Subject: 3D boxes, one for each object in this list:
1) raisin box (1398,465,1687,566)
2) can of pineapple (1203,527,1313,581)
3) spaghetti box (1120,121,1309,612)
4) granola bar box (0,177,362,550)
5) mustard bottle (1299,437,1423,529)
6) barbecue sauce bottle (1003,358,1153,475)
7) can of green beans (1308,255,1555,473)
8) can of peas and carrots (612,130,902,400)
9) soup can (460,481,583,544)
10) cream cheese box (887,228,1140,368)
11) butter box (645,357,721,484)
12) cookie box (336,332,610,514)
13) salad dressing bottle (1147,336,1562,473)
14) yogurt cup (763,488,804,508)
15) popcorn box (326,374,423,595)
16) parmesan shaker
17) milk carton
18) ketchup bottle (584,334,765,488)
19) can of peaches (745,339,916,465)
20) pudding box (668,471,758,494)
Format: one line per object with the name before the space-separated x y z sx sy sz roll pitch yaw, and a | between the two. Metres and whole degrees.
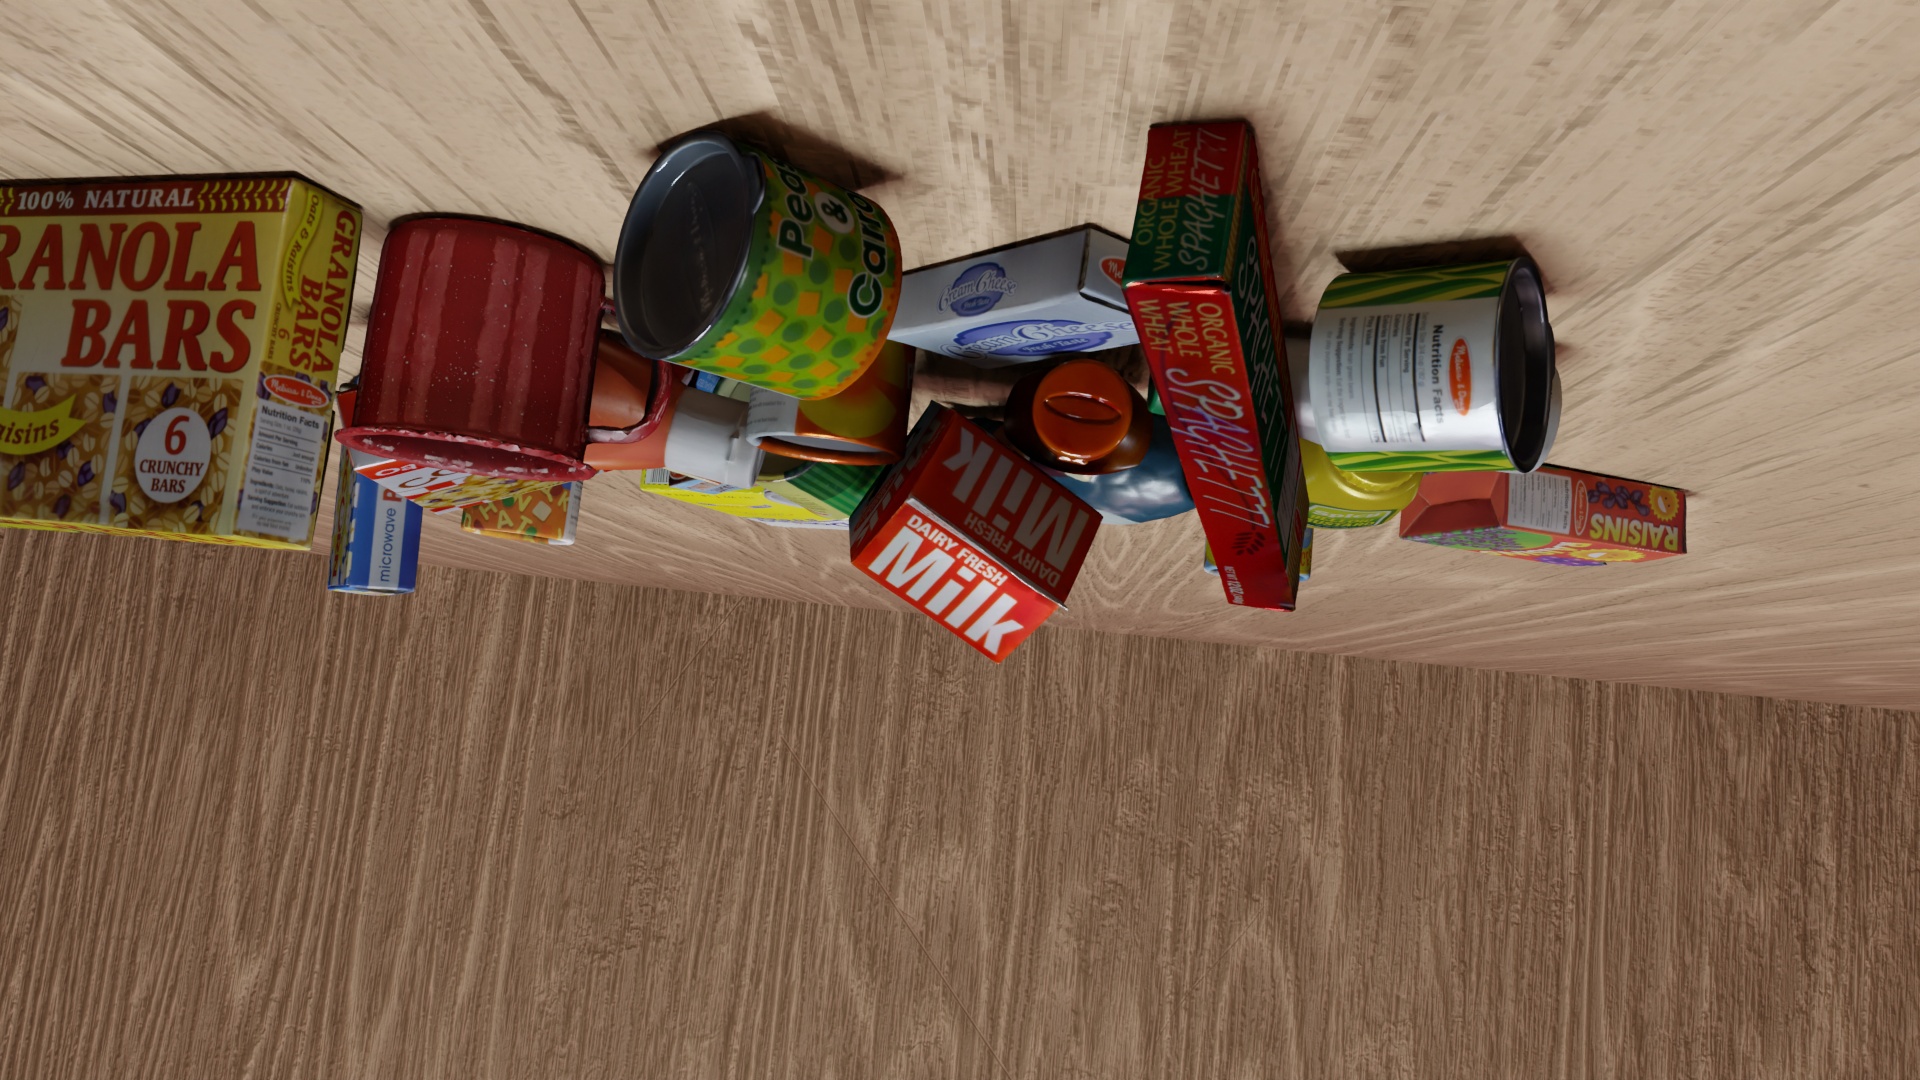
raisin box | 0.321 -0.013 0.768 0.123 0.040 0.086 7 172 -20
can of pineapple | 0.187 -0.007 0.860 0.071 0.058 0.071 6 173 1
spaghetti box | 0.091 -0.040 0.453 0.029 0.050 0.249 5 160 19
granola bar box | -0.300 -0.064 0.497 0.165 0.124 0.039 4 173 19
mustard bottle | 0.182 -0.036 0.642 0.065 0.049 0.160 4 174 5
barbecue sauce bottle | 0.049 -0.049 0.570 0.065 0.043 0.148 12 -177 3
can of green beans | 0.149 -0.054 0.439 0.058 0.071 0.071 2 172 35
can of peas and carrots | -0.058 -0.080 0.407 0.071 0.071 0.059 -1 171 44
soup can | -0.259 -0.043 0.822 0.071 0.084 0.071 6 173 1
cream cheese box | 0.025 -0.082 0.487 0.053 0.024 0.103 12 171 -41
butter box | -0.130 -0.059 0.669 0.024 0.053 0.103 34 -177 13
cookie box | -0.229 -0.056 0.708 0.123 0.040 0.167 -15 177 -10
salad dressing bottle | 0.147 -0.056 0.528 0.148 0.044 0.064 8 173 0
yogurt cup | -0.071 -0.046 0.763 0.072 0.054 0.072 6 173 1
popcorn box | -0.339 -0.032 0.810 0.038 0.126 0.085 7 174 -30
parmesan shaker | -0.070 -0.049 0.671 0.071 0.071 0.103 4 172 13
milk carton | 0.002 -0.007 0.580 0.072 0.073 0.191 35 -177 -9
ketchup bottle | -0.157 -0.058 0.593 0.149 0.064 0.043 16 -169 -2
can of peaches | -0.050 -0.064 0.567 0.071 0.058 0.071 6 173 1
pudding box | -0.130 -0.054 0.764 0.030 0.050 0.083 12 170 -32
